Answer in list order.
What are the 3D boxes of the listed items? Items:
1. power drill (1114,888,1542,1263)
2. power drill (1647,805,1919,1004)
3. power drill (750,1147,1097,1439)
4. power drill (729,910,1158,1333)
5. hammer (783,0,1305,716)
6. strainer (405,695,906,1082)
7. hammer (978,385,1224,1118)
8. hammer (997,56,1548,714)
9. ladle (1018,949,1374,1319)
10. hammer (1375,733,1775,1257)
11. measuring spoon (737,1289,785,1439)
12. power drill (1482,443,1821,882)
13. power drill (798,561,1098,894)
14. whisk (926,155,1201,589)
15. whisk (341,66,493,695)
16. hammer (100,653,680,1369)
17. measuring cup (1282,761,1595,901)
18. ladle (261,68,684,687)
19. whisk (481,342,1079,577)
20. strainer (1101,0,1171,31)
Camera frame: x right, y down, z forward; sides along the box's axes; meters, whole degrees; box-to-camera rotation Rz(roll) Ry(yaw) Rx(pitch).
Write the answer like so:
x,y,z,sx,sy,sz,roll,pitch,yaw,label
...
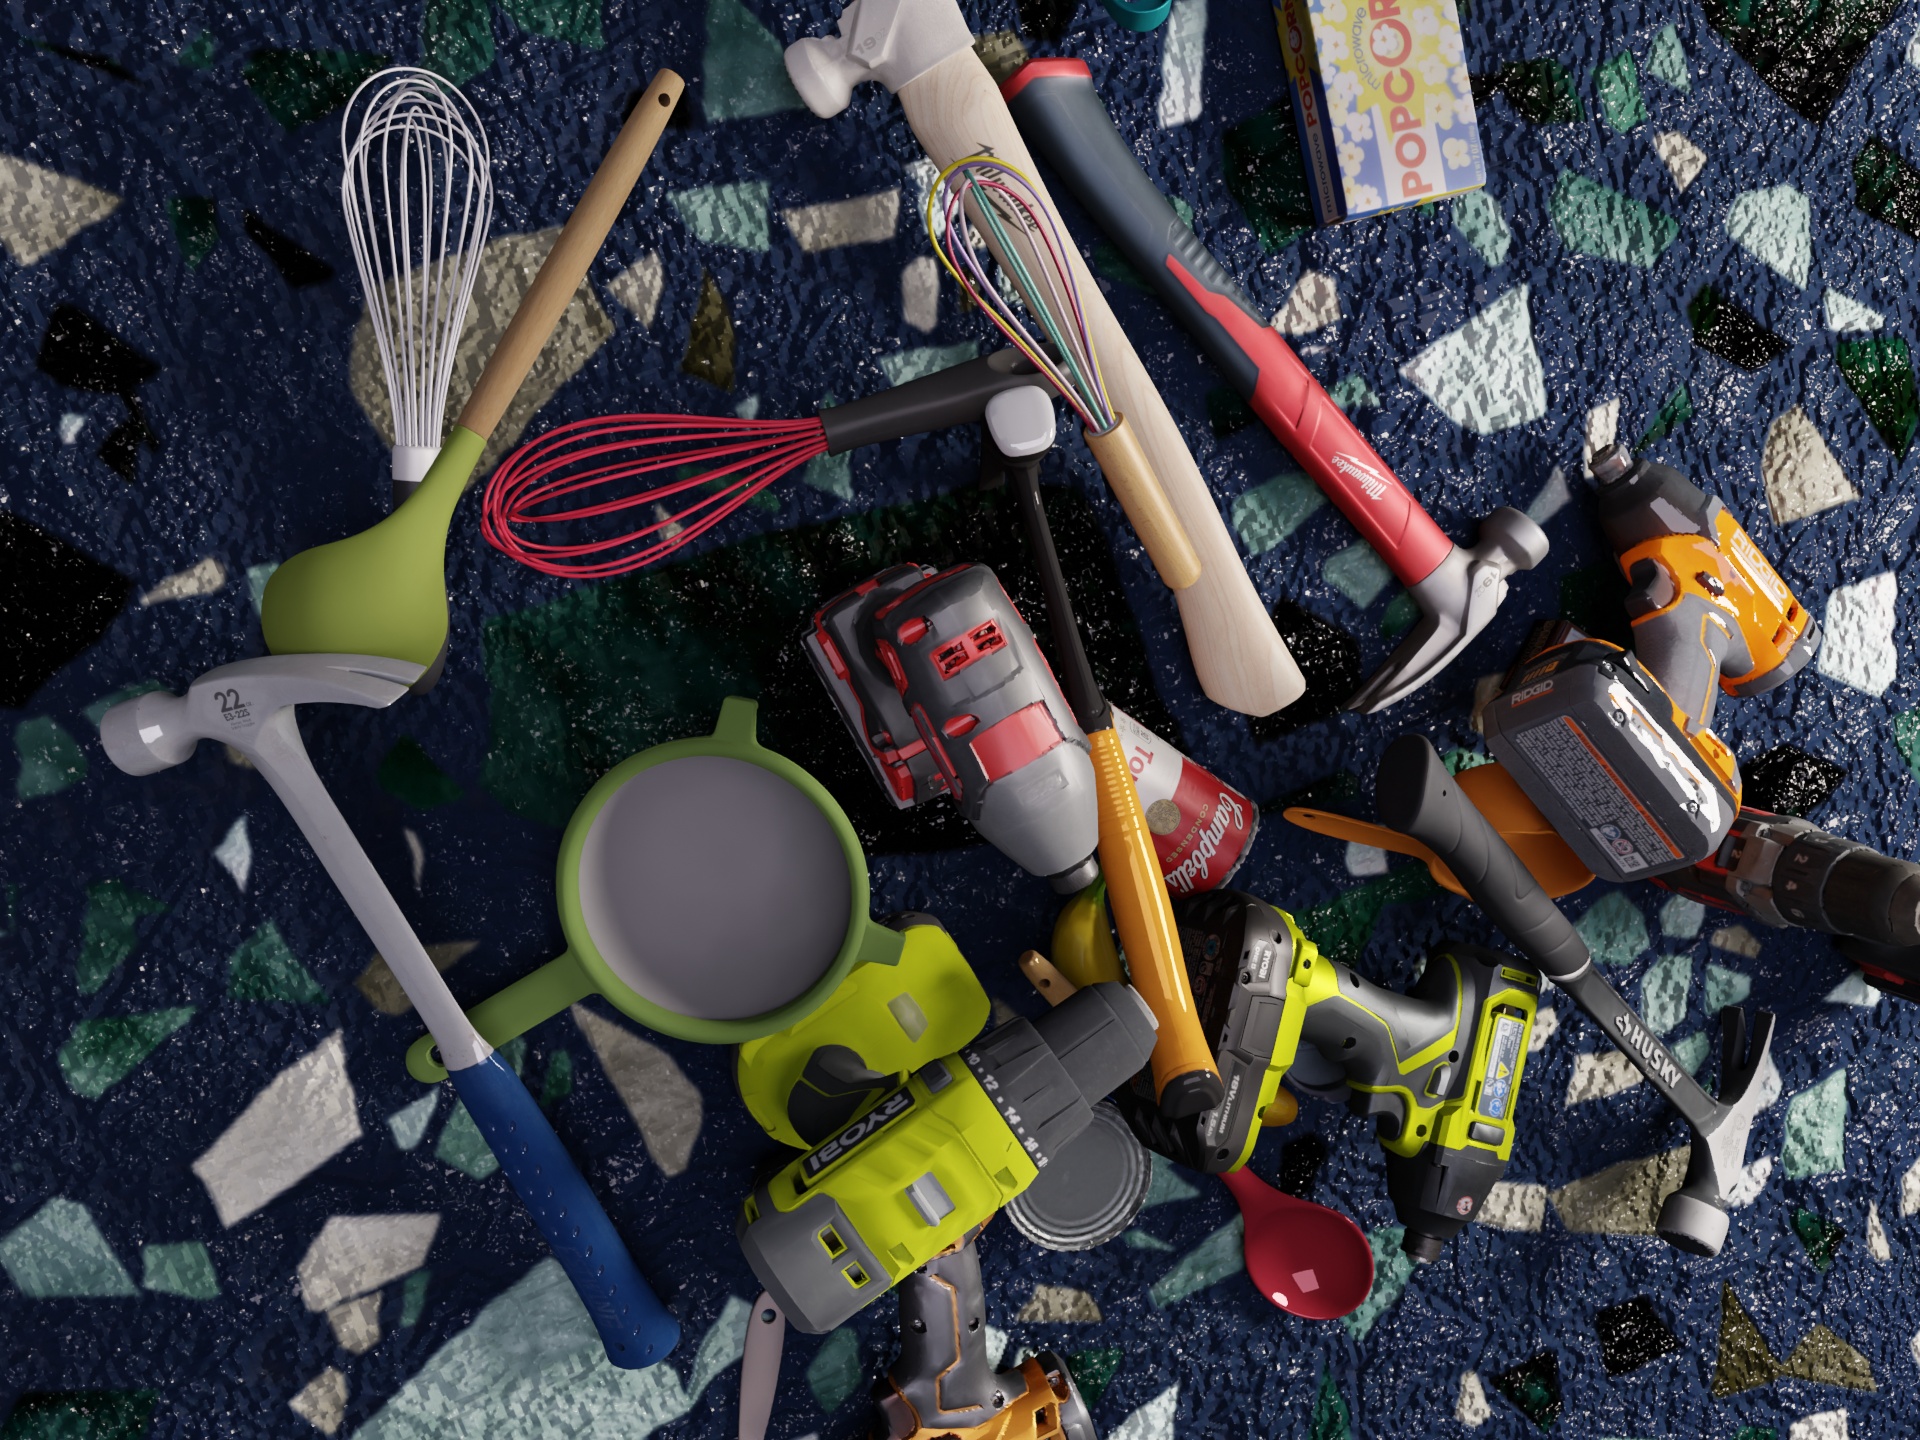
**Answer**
x,y,z,sx,sy,sz,roll,pitch,yaw,label
0.199,0.185,0.829,0.223,0.080,0.171,18,83,-26,power drill
0.521,0.109,0.890,0.226,0.188,0.080,20,91,-19,power drill
-0.042,0.333,0.832,0.185,0.084,0.226,-21,106,-12,power drill
-0.020,0.164,0.738,0.190,0.228,0.080,-34,104,-8,power drill
0.078,-0.183,0.797,0.146,0.038,0.410,-25,108,21,hammer
-0.161,0.104,0.791,0.256,0.069,0.151,-31,98,10,strainer
0.065,0.018,0.752,0.034,0.127,0.337,-14,85,-1,hammer
0.146,-0.178,0.838,0.143,0.038,0.386,-45,105,-3,hammer
0.127,0.225,0.860,0.069,0.031,0.315,-36,115,12,ladle
0.337,0.136,0.853,0.408,0.036,0.149,43,66,-31,hammer
-0.108,0.365,0.850,0.034,0.018,0.124,7,94,-14,measuring spoon
0.365,-0.042,0.849,0.164,0.084,0.226,49,54,-7,power drill
-0.001,-0.002,0.727,0.078,0.220,0.143,-30,103,-8,power drill
0.054,-0.155,0.747,0.047,0.051,0.244,-37,124,-4,whisk
-0.250,-0.152,0.737,0.070,0.070,0.284,1,102,-14,whisk
-0.230,0.149,0.741,0.144,0.035,0.405,-15,114,18,hammer
0.263,0.050,0.877,0.173,0.095,0.052,13,60,-3,measuring cup
-0.210,-0.152,0.712,0.078,0.062,0.320,31,83,-33,ladle
-0.084,-0.131,0.761,0.296,0.073,0.073,-17,101,-6,whisk
0.005,-0.454,0.678,0.211,0.095,0.340,-26,78,-10,strainer
